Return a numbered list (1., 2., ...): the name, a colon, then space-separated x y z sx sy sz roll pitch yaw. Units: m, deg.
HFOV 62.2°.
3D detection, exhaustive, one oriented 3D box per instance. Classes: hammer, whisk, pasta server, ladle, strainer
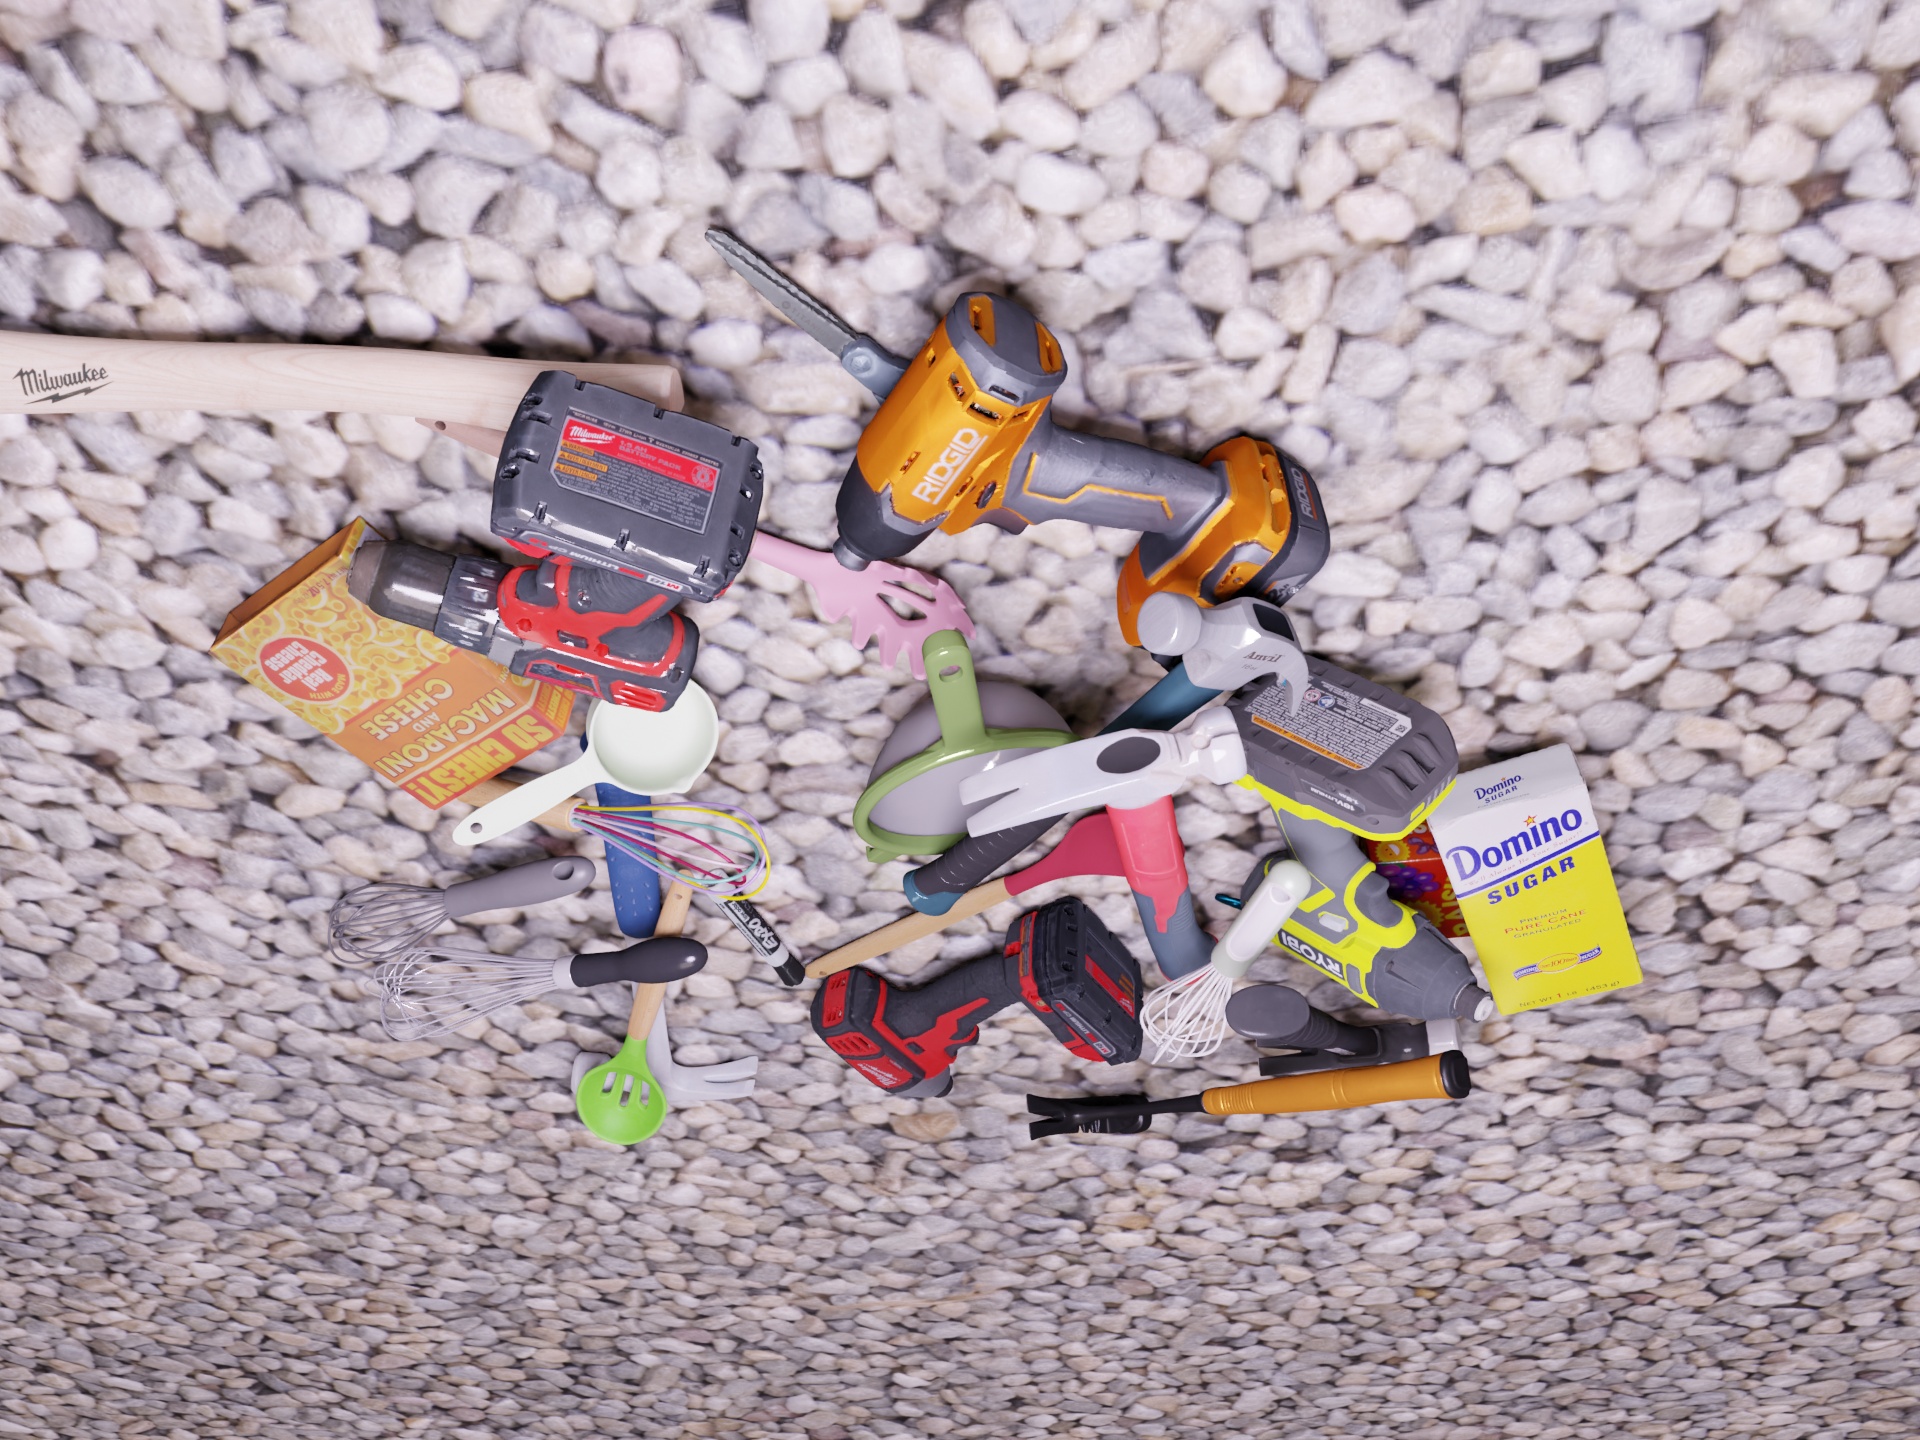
1. hammer: 0.063 0.031 0.881 0.128 0.033 0.331 5 148 -35
2. whisk: -0.341 0.124 1.075 0.239 0.055 0.055 -15 133 26
3. whisk: -0.218 0.066 0.972 0.245 0.051 0.047 11 137 28
4. hammer: 0.103 0.098 0.955 0.143 0.038 0.386 -15 154 5
5. pasta server: -0.138 -0.103 0.859 0.316 0.040 0.060 21 120 -16
6. whisk: -0.293 0.176 1.093 0.284 0.070 0.070 -10 135 24
7. hammer: 0.202 0.268 1.131 0.127 0.034 0.337 11 157 -43
8. hammer: -0.220 0.154 1.124 0.144 0.035 0.405 4 135 -1
9. whisk: 0.167 0.157 1.009 0.058 0.059 0.246 34 144 11
10. ladle: 0.014 0.124 1.090 0.315 0.031 0.069 -26 125 28
11. hammer: 0.234 0.207 1.057 0.146 0.035 0.334 -10 162 23
12. hammer: -0.343 -0.176 0.779 0.410 0.038 0.146 3 132 2
13. strainer: -0.001 -0.003 0.897 0.151 0.069 0.256 -15 153 -1

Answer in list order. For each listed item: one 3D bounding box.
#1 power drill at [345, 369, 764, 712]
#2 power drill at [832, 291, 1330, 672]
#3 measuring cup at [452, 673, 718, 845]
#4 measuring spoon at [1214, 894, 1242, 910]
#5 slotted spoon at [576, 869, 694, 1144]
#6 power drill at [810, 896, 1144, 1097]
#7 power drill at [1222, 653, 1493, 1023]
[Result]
1. power drill: -0.208 -0.082 0.803 0.187 0.080 0.226 18 155 -17
2. power drill: 0.053 -0.104 0.804 0.226 0.084 0.164 21 134 -25
3. measuring cup: -0.224 0.025 0.942 0.167 0.038 0.083 -29 114 -9
4. measuring spoon: 0.238 0.132 1.097 0.128 0.021 0.042 17 164 -3
5. slotted spoon: -0.223 0.208 1.135 0.070 0.031 0.313 19 132 -4
6. power drill: 0.016 0.215 1.150 0.219 0.079 0.143 -21 131 26
7. power drill: 0.237 0.081 0.951 0.080 0.171 0.223 -40 134 -22
